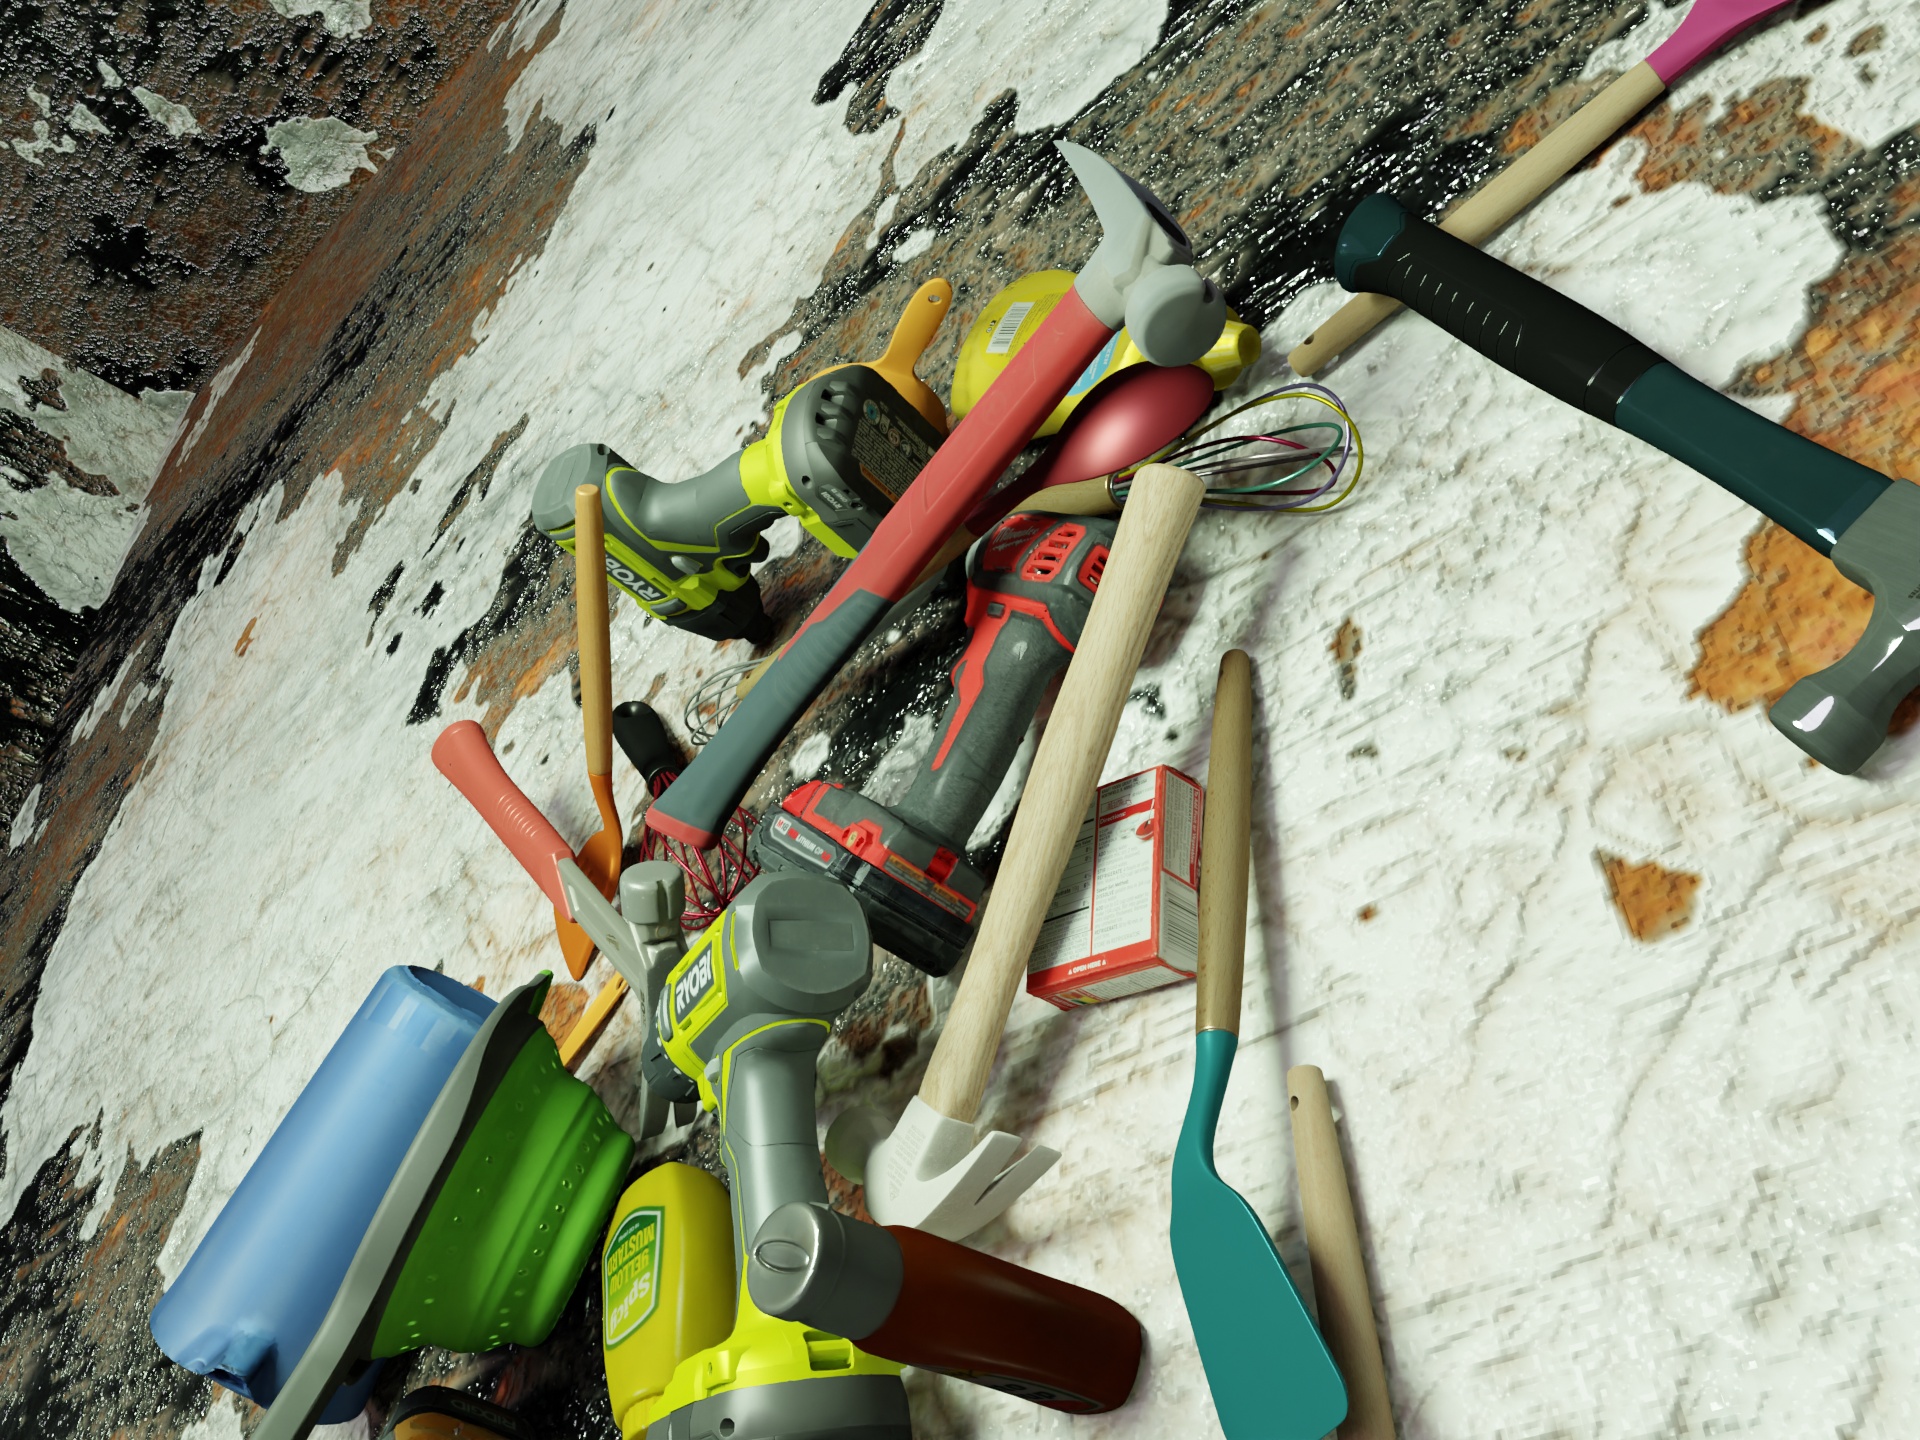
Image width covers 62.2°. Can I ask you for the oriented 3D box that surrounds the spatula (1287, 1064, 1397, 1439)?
[{"bbox_3d":[0.127,0.248,0.466,0.059,0.018,0.316,126,151,-45],"label":"spatula"}]

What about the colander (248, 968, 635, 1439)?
[{"bbox_3d":[-0.241,0.285,0.731,0.397,0.094,0.204,-70,6,-59],"label":"colander"}]

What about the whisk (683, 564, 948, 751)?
[{"bbox_3d":[-0.083,-0.037,0.879,0.239,0.055,0.055,-34,42,42],"label":"whisk"}]

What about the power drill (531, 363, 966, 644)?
[{"bbox_3d":[-0.109,-0.108,0.900,0.223,0.171,0.080,-11,55,37],"label":"power drill"}]

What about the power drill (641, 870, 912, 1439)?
[{"bbox_3d":[-0.090,0.198,0.667,0.190,0.080,0.229,-47,43,51],"label":"power drill"}]

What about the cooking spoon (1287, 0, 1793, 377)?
[{"bbox_3d":[0.266,-0.251,0.663,0.319,0.017,0.069,-38,40,26],"label":"cooking spoon"}]

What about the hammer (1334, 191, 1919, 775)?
[{"bbox_3d":[0.237,-0.122,0.576,0.128,0.033,0.331,-49,40,13],"label":"hammer"}]

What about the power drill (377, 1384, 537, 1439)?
[{"bbox_3d":[-0.251,0.428,0.695,0.185,0.084,0.226,-59,19,0],"label":"power drill"}]

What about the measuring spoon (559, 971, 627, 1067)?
[{"bbox_3d":[-0.225,0.193,0.945,0.117,0.011,0.021,-54,30,1],"label":"measuring spoon"}]

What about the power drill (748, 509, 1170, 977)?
[{"bbox_3d":[-0.001,-0.002,0.754,0.220,0.078,0.143,-58,28,-5],"label":"power drill"}]

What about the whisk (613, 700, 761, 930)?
[{"bbox_3d":[-0.171,0.045,0.942,0.073,0.073,0.296,-55,30,6],"label":"whisk"}]

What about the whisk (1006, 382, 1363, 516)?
[{"bbox_3d":[0.092,-0.110,0.755,0.245,0.047,0.051,-3,51,54],"label":"whisk"}]

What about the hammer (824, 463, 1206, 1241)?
[{"bbox_3d":[0.034,0.051,0.652,0.130,0.031,0.331,13,82,63],"label":"hammer"}]

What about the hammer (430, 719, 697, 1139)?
[{"bbox_3d":[-0.239,0.090,0.928,0.359,0.036,0.149,31,126,51],"label":"hammer"}]

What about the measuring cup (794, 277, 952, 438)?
[{"bbox_3d":[-0.040,-0.175,0.887,0.173,0.095,0.052,131,150,-60],"label":"measuring cup"}]

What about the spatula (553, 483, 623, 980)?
[{"bbox_3d":[-0.222,0.010,0.934,0.081,0.041,0.322,-124,32,-48],"label":"spatula"}]

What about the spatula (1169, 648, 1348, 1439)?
[{"bbox_3d":[0.105,0.098,0.588,0.082,0.044,0.318,115,169,-51],"label":"spatula"}]

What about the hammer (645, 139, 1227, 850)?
[{"bbox_3d":[-0.036,-0.083,0.737,0.386,0.038,0.143,-48,40,27],"label":"hammer"}]

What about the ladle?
[{"bbox_3d":[-0.010,-0.081,0.759,0.315,0.031,0.069,-32,28,37],"label":"ladle"}]
